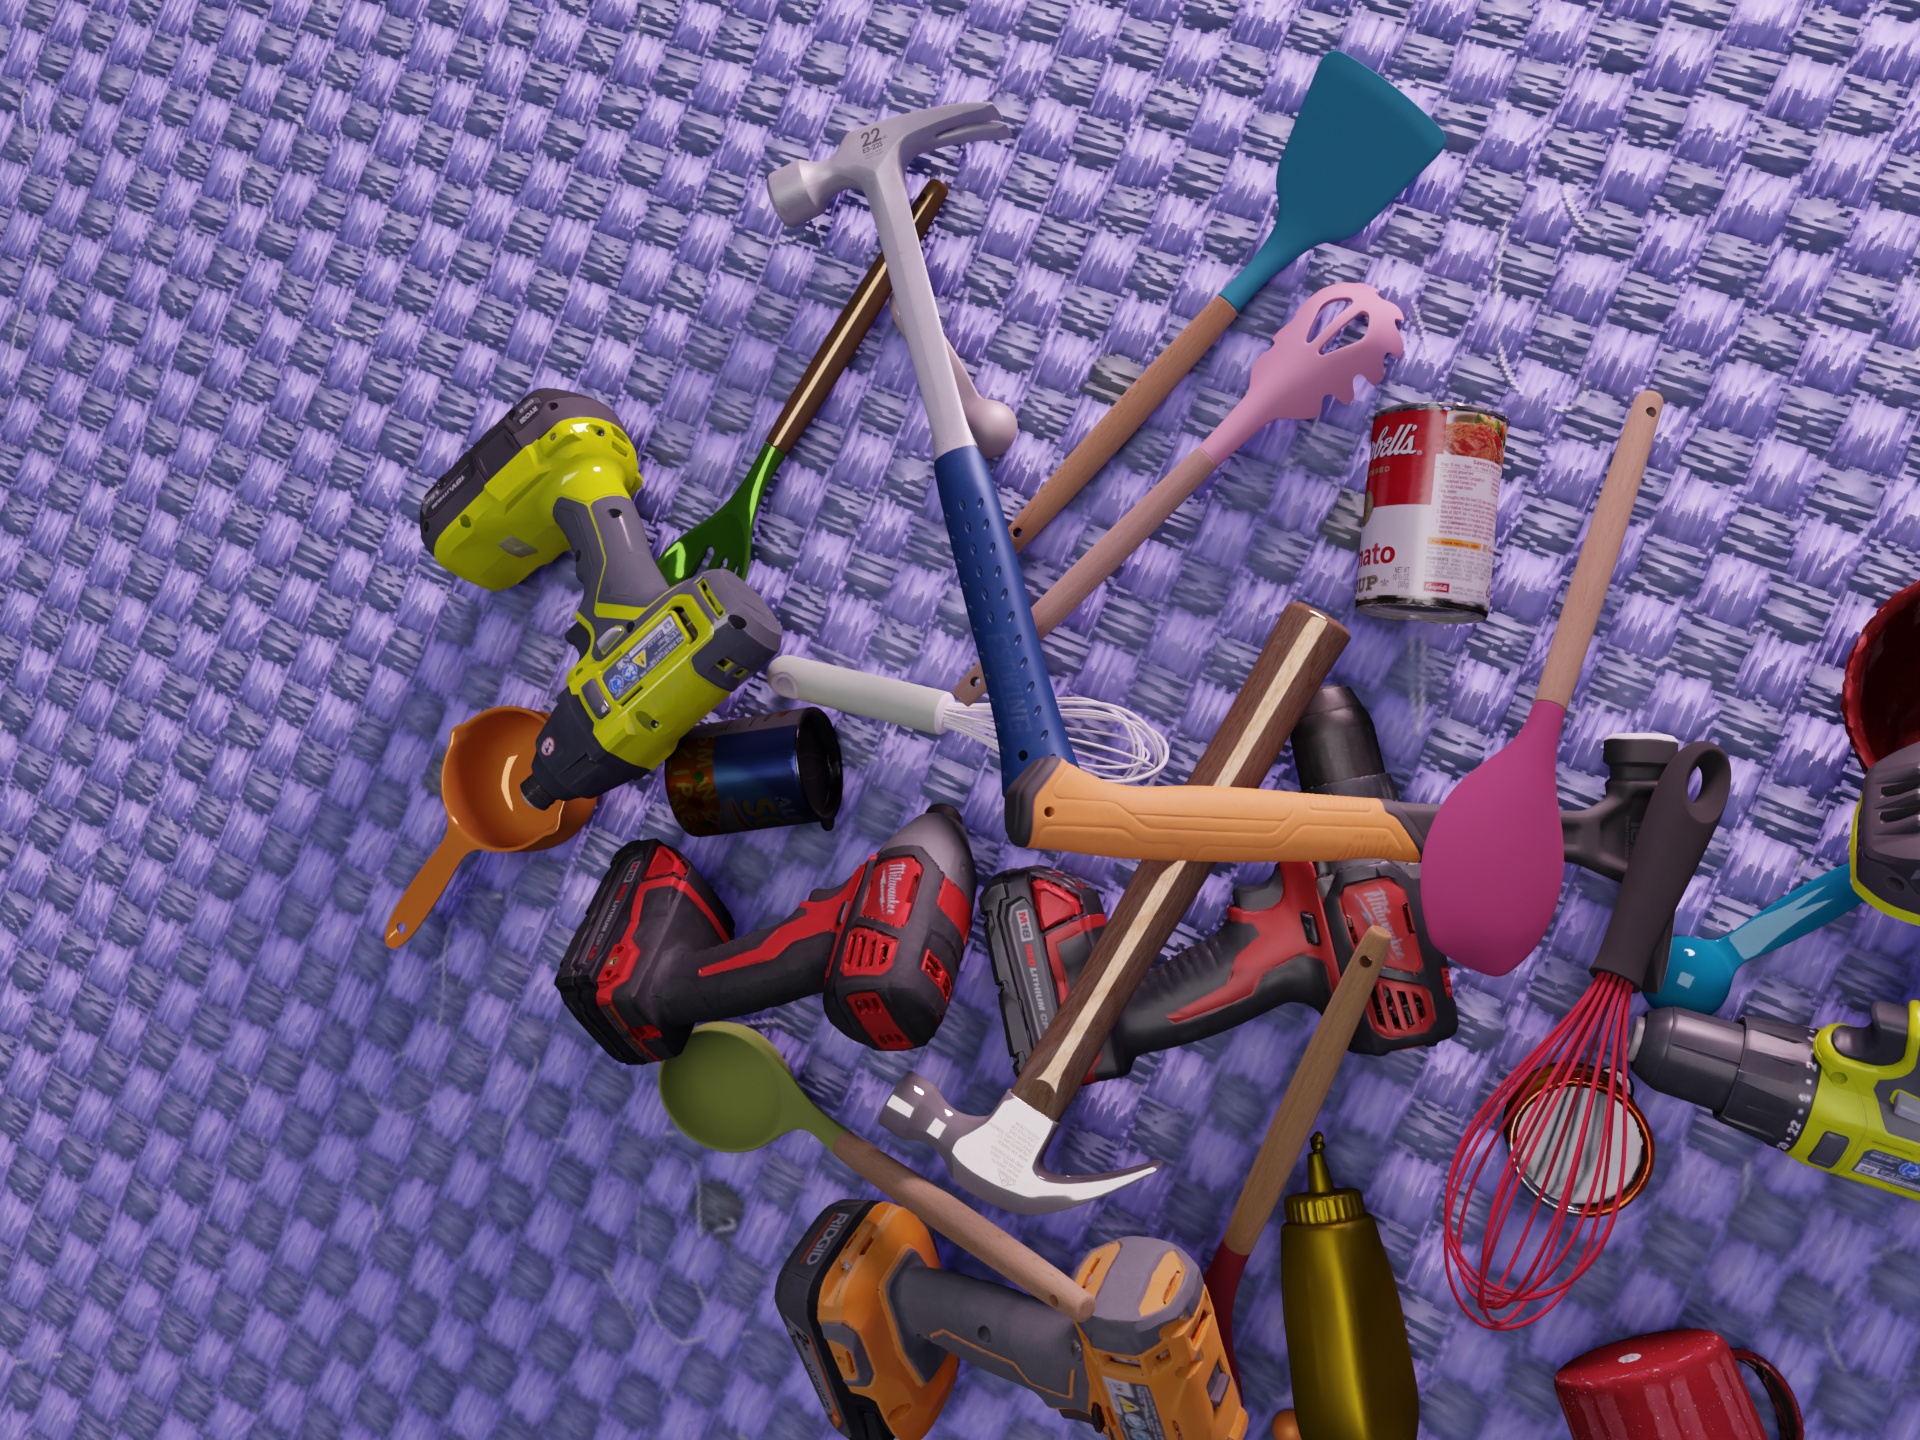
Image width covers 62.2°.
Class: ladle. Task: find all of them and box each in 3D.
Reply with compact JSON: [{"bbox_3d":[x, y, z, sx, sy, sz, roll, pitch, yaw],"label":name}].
[{"bbox_3d":[-0.054,0.230,0.809,0.320,0.062,0.078,17,114,49],"label":"ladle"},{"bbox_3d":[0.147,0.237,0.781,0.069,0.031,0.315,27,111,23],"label":"ladle"}]

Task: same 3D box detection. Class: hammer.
[{"bbox_3d":[0.185,0.059,0.751,0.336,0.034,0.127,4,87,-12],"label":"hammer"},{"bbox_3d":[0.096,0.092,0.782,0.130,0.031,0.331,31,90,14],"label":"hammer"},{"bbox_3d":[0.000,-0.156,0.865,0.144,0.035,0.406,-20,72,17],"label":"hammer"}]

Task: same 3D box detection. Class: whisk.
[{"bbox_3d":[0.292,0.136,0.726,0.073,0.073,0.296,24,73,18],"label":"whisk"},{"bbox_3d":[-0.001,-0.003,0.893,0.246,0.059,0.057,14,128,22],"label":"whisk"}]

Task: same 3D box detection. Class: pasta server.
[{"bbox_3d":[0.114,-0.120,0.856,0.316,0.040,0.060,-44,74,5],"label":"pasta server"}]

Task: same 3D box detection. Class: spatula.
[{"bbox_3d":[0.126,-0.212,0.871,0.082,0.044,0.317,44,99,12],"label":"spatula"}]

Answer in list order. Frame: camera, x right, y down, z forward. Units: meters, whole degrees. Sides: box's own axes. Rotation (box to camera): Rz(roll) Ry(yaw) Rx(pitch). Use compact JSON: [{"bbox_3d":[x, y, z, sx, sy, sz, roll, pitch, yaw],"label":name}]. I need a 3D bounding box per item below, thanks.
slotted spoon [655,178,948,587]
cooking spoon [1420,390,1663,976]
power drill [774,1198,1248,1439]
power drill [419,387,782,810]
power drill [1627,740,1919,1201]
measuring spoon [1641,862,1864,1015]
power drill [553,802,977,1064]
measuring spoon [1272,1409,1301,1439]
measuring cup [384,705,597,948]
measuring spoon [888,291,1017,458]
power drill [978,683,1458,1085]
[{"bbox_3d":[-0.094,-0.182,0.943,0.070,0.031,0.314,35,95,35],"label":"slotted spoon"},{"bbox_3d":[0.289,-0.028,0.761,0.068,0.017,0.319,26,71,-3],"label":"cooking spoon"},{"bbox_3d":[0.035,0.333,0.798,0.226,0.084,0.185,-3,118,32],"label":"power drill"},{"bbox_3d":[-0.220,-0.070,0.919,0.171,0.080,0.223,-40,61,9],"label":"power drill"},{"bbox_3d":[0.408,0.120,0.681,0.190,0.228,0.080,16,46,18],"label":"power drill"},{"bbox_3d":[0.391,0.103,0.770,0.128,0.021,0.042,-35,76,13],"label":"measuring spoon"},{"bbox_3d":[-0.095,0.111,0.855,0.220,0.078,0.143,-10,40,26],"label":"power drill"},{"bbox_3d":[0.185,0.413,0.813,0.021,0.011,0.117,-21,79,15],"label":"measuring spoon"},{"bbox_3d":[-0.288,0.070,0.972,0.095,0.052,0.173,40,99,16],"label":"measuring cup"},{"bbox_3d":[-0.009,-0.205,0.925,0.034,0.018,0.124,-37,74,12],"label":"measuring spoon"},{"bbox_3d":[0.129,0.092,0.828,0.226,0.080,0.188,-13,81,13],"label":"power drill"}]
